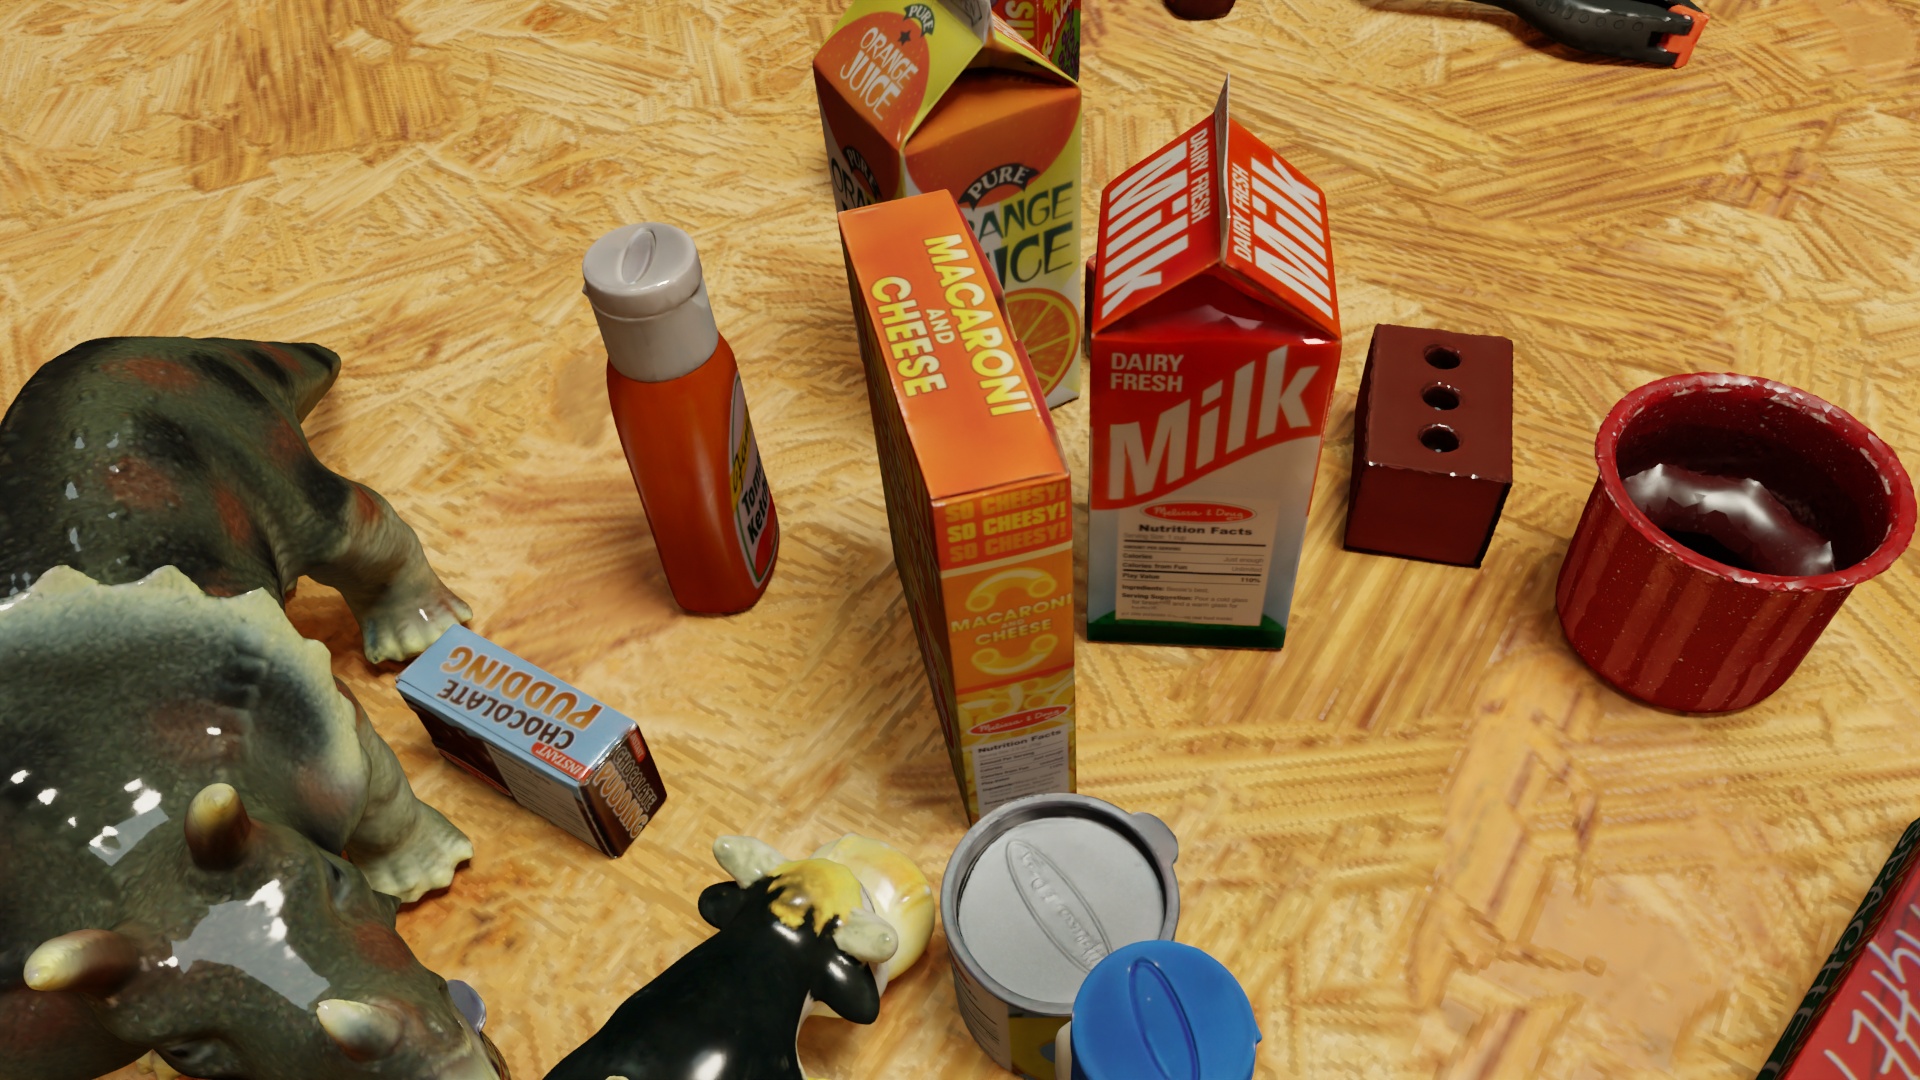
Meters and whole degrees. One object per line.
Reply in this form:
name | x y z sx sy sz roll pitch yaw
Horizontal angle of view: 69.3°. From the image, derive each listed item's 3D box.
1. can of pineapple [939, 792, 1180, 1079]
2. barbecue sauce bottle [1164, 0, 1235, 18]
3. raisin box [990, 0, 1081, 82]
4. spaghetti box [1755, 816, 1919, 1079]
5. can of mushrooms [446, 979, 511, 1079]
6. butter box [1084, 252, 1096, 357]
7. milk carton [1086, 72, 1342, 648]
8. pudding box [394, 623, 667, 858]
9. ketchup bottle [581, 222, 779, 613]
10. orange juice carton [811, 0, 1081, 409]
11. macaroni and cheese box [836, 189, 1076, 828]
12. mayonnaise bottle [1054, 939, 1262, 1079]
can of pineapple | 0.031 0.116 0.404 0.071 0.057 0.071 -2 50 3
barbecue sauce bottle | 0.132 -0.360 0.739 0.044 0.147 0.065 -2 50 3
raisin box | 0.032 -0.259 0.678 0.040 0.122 0.086 11 52 14
spaghetti box | 0.226 0.151 0.364 0.029 0.050 0.251 35 61 29
can of mushrooms | -0.162 0.161 0.397 0.071 0.033 0.071 -2 50 3
butter box | 0.089 -0.073 0.562 0.024 0.052 0.104 -28 53 -18
milk carton | 0.079 -0.049 0.453 0.073 0.189 0.073 2 50 7
pudding box | -0.143 0.067 0.465 0.084 0.049 0.030 23 55 22
ketchup bottle | -0.097 -0.041 0.487 0.043 0.148 0.065 -2 50 3
orange juice carton | -0.002 -0.130 0.526 0.073 0.191 0.072 -24 52 -15
macaroni and cheese box | 0.002 -0.005 0.438 0.040 0.165 0.124 -13 50 -6
mayonnaise bottle | 0.043 0.140 0.324 0.041 0.147 0.065 -14 50 -7
